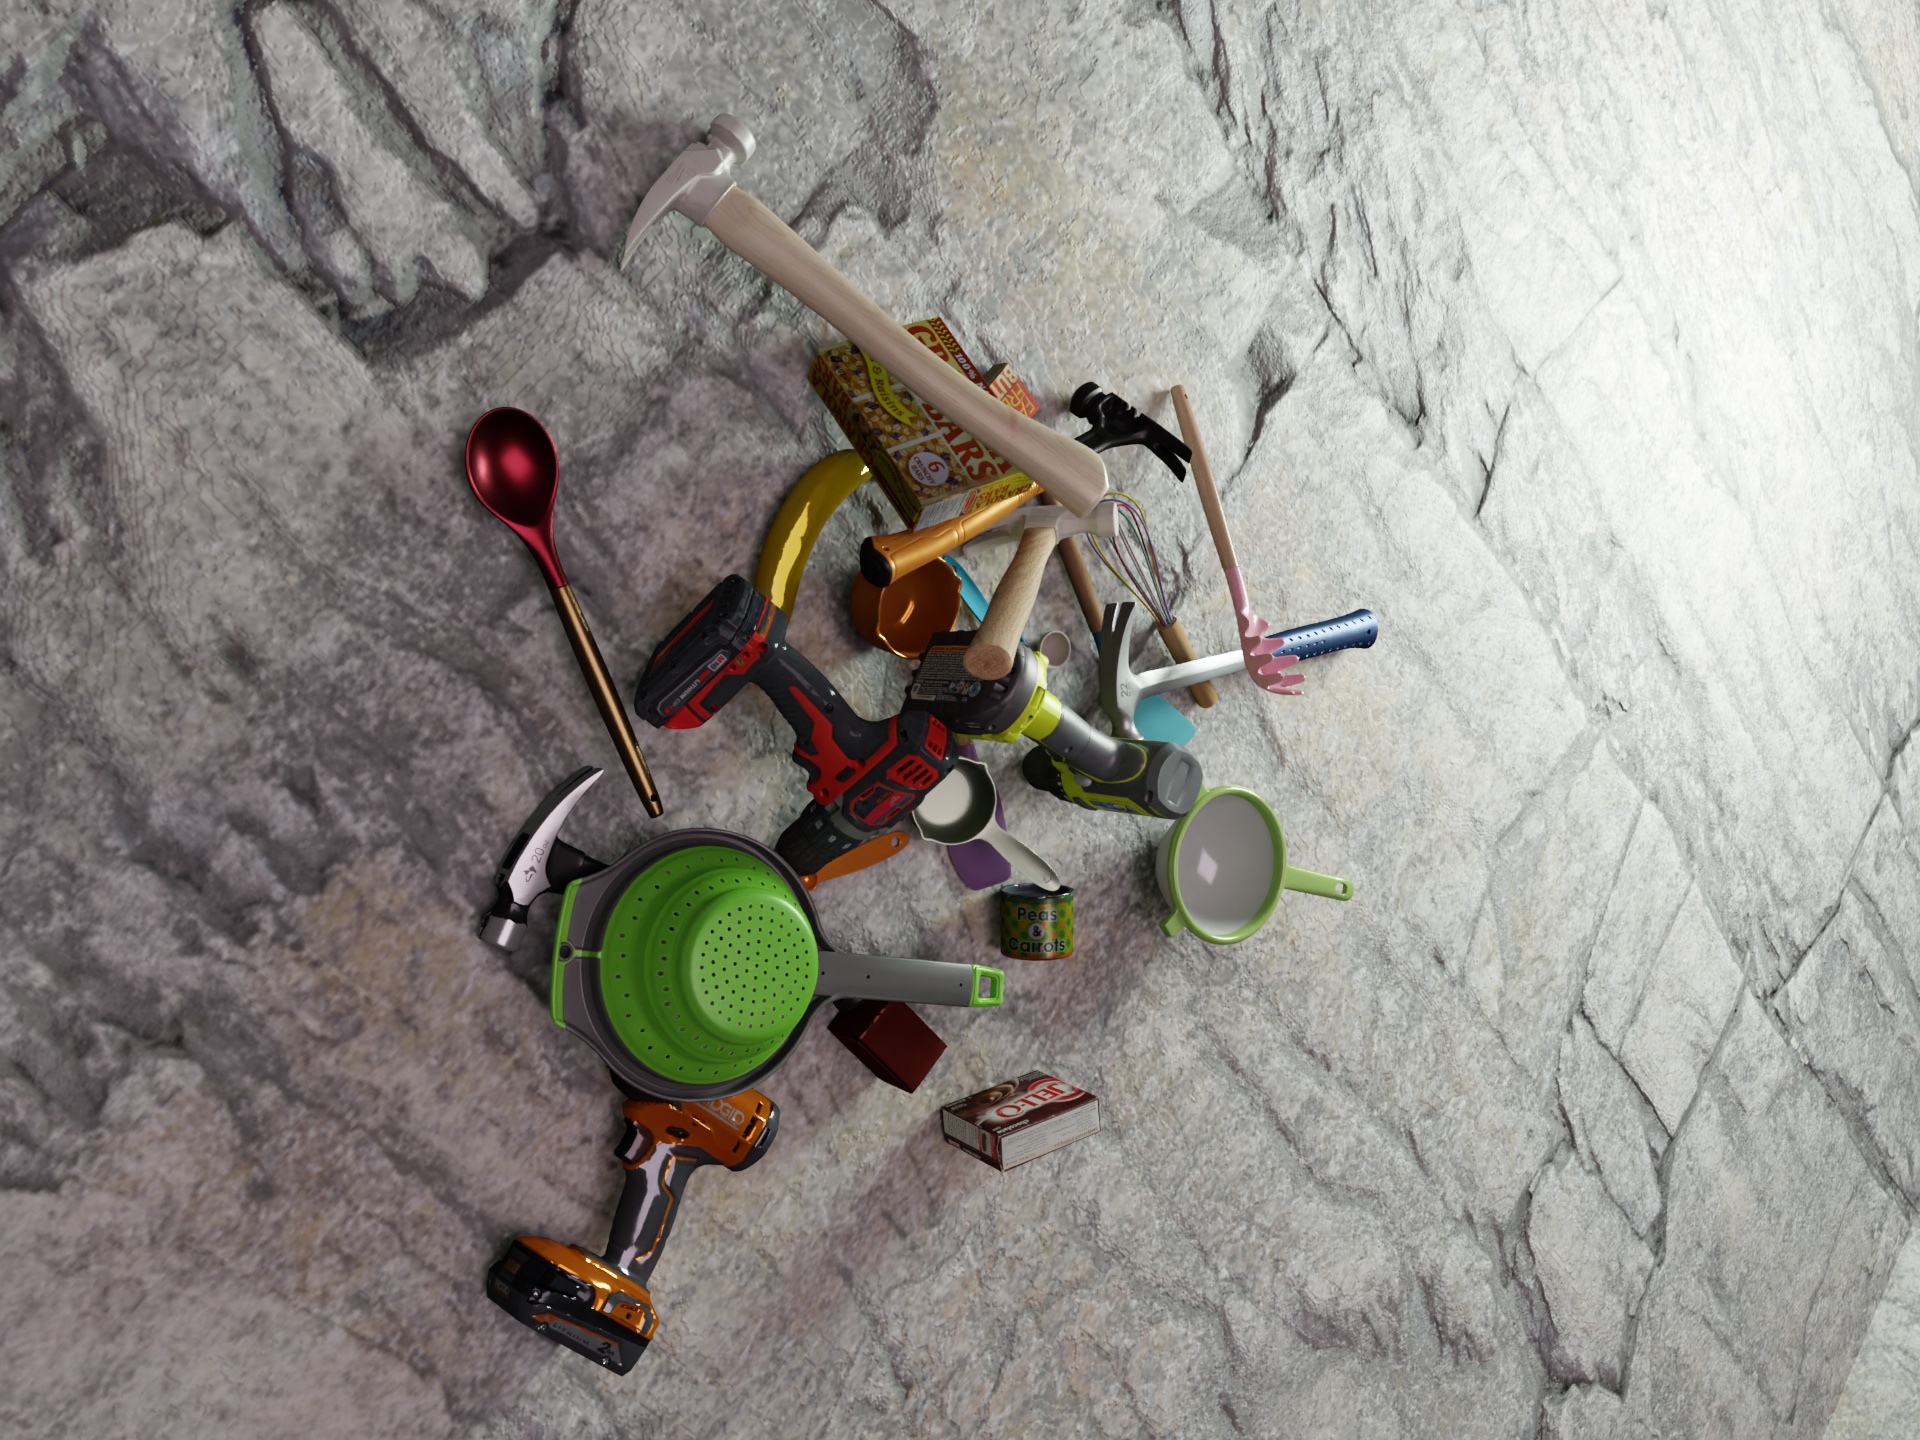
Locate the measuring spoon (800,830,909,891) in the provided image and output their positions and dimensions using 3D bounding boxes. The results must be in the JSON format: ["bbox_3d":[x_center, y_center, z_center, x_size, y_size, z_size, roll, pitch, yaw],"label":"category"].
[{"bbox_3d":[-0.090,0.116,1.333,0.117,0.011,0.021,-21,105,-36],"label":"measuring spoon"}]

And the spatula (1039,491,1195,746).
[{"bbox_3d":[0.126,-0.108,1.447,0.082,0.044,0.317,-35,111,-36],"label":"spatula"}]

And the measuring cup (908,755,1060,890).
[{"bbox_3d":[0.021,0.093,1.373,0.167,0.038,0.083,41,85,-21],"label":"measuring cup"}]

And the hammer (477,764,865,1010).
[{"bbox_3d":[-0.198,0.154,1.243,0.334,0.035,0.146,28,78,-33],"label":"hammer"}]

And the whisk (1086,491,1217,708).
[{"bbox_3d":[0.188,-0.110,1.491,0.047,0.051,0.244,-48,120,-29],"label":"whisk"}]

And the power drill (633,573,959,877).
[{"bbox_3d":[-0.138,0.017,1.219,0.226,0.188,0.080,38,30,-20],"label":"power drill"}]

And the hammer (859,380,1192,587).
[{"bbox_3d":[0.049,-0.188,1.325,0.337,0.127,0.034,-34,152,-35],"label":"hammer"}]

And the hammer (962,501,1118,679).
[{"bbox_3d":[0.045,-0.110,1.265,0.331,0.130,0.031,-66,152,-62],"label":"hammer"}]

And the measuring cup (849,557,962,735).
[{"bbox_3d":[-0.040,-0.063,1.335,0.095,0.052,0.173,-35,127,-30],"label":"measuring cup"}]

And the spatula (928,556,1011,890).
[{"bbox_3d":[-0.002,-0.004,1.380,0.059,0.018,0.316,-14,102,-25],"label":"spatula"}]

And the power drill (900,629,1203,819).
[{"bbox_3d":[0.065,0.011,1.317,0.228,0.191,0.080,31,74,-34],"label":"power drill"}]

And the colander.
[{"bbox_3d":[-0.106,0.192,1.212,0.396,0.094,0.204,11,78,-34],"label":"colander"}]

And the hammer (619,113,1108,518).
[{"bbox_3d":[-0.062,-0.284,1.222,0.410,0.038,0.146,37,72,-7],"label":"hammer"}]

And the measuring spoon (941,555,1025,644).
[{"bbox_3d":[0.014,-0.092,1.381,0.128,0.021,0.042,54,53,-26],"label":"measuring spoon"}]

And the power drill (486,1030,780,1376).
[{"bbox_3d":[-0.253,0.349,1.193,0.164,0.084,0.226,43,65,-28],"label":"power drill"}]

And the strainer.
[{"bbox_3d":[0.279,0.146,1.553,0.256,0.069,0.151,14,83,-35],"label":"strainer"}]

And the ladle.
[{"bbox_3d":[-0.280,-0.074,1.158,0.069,0.031,0.315,-27,102,-30],"label":"ladle"}]

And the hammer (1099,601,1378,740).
[{"bbox_3d":[0.274,-0.065,1.522,0.405,0.035,0.144,-14,100,-42],"label":"hammer"}]

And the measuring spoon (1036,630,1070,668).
[{"bbox_3d":[0.051,-0.034,1.420,0.124,0.018,0.034,-46,118,-16],"label":"measuring spoon"}]

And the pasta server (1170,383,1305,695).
[{"bbox_3d":[0.251,-0.168,1.476,0.060,0.040,0.316,0,72,-56],"label":"pasta server"}]
